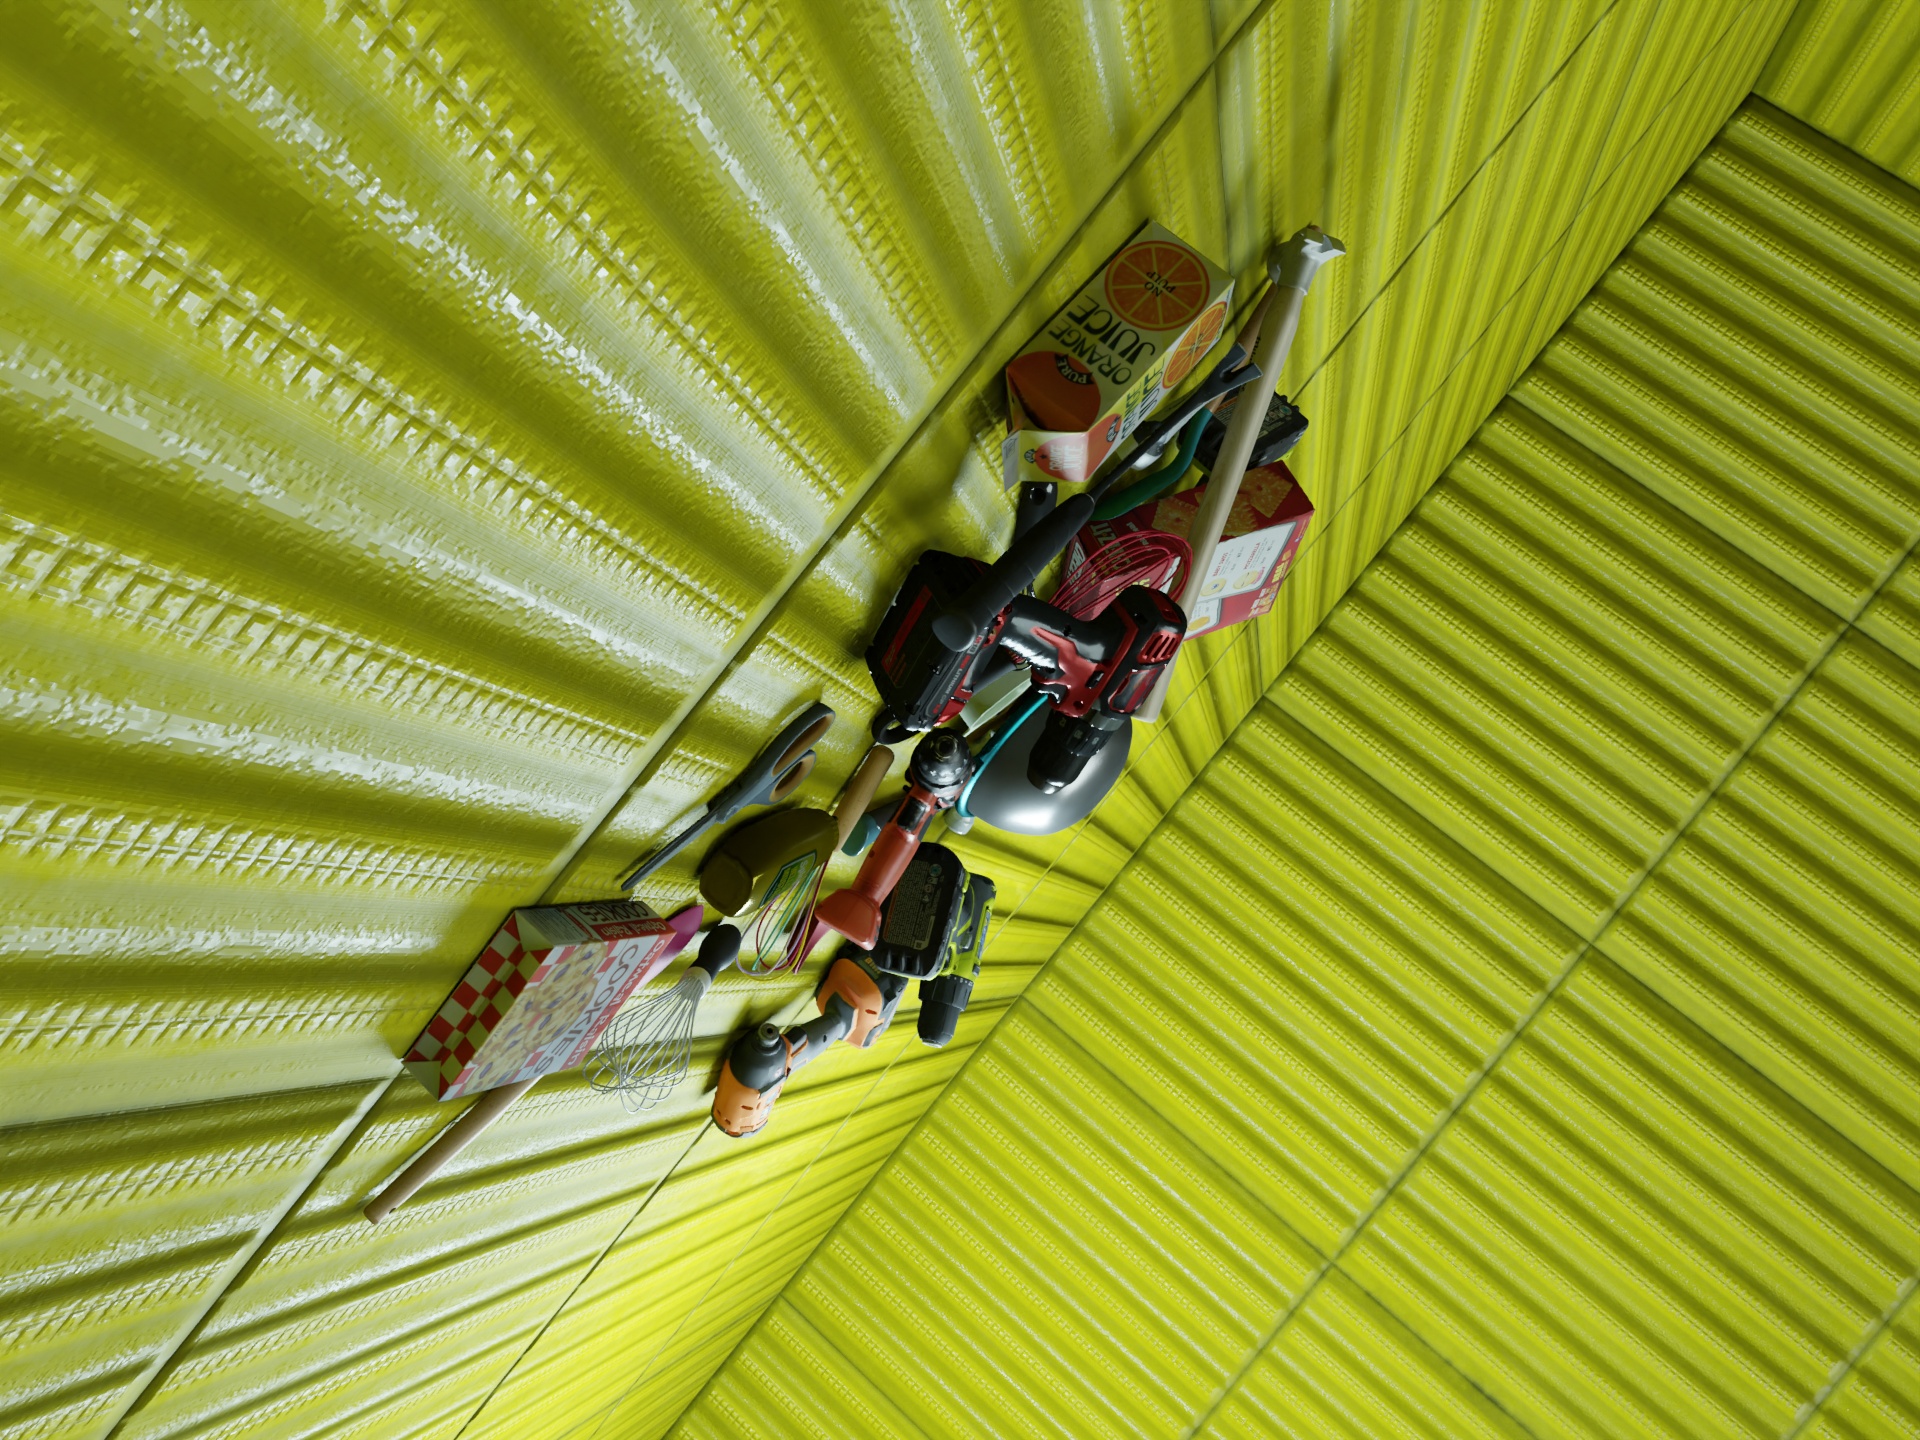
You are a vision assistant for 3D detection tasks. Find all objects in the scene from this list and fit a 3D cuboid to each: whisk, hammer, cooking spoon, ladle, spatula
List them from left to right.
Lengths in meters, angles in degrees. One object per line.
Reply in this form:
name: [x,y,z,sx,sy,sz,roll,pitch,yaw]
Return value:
cooking spoon: [-0.298,0.242,1.150,0.319,0.017,0.068,-43,163,-32]
whisk: [-0.206,0.208,1.180,0.070,0.070,0.285,-55,-178,15]
whisk: [-0.120,0.125,1.360,0.245,0.047,0.051,-58,163,15]
ladle: [-0.095,0.181,1.606,0.315,0.031,0.069,-26,145,-63]
hammer: [-0.032,0.082,1.541,0.128,0.033,0.331,-55,165,20]
whisk: [0.052,-0.116,1.281,0.055,0.055,0.238,-43,160,-29]
whisk: [0.056,-0.061,1.270,0.296,0.073,0.073,-31,167,6]
hammer: [0.094,-0.157,1.127,0.149,0.036,0.409,-35,-172,43]
spatula: [0.214,-0.292,1.354,0.317,0.044,0.082,-58,-164,-2]
hammer: [0.214,-0.192,1.288,0.146,0.038,0.410,-86,-165,-79]

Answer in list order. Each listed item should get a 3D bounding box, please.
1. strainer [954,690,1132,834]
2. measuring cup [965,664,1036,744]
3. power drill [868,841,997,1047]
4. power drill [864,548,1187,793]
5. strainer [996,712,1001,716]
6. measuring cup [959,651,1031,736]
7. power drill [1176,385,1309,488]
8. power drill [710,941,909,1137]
strainer: [0.100,0.070,1.610,0.211,0.095,0.340,-41,161,-17]
measuring cup: [0.017,-0.003,1.516,0.156,0.029,0.062,-33,161,-19]
power drill: [-0.026,0.235,1.671,0.228,0.080,0.191,59,43,-66]
power drill: [0.044,-0.029,1.188,0.226,0.080,0.187,8,126,-37]
strainer: [0.123,-0.052,1.676,0.258,0.050,0.087,-42,179,-43]
measuring cup: [-0.002,-0.005,1.433,0.167,0.038,0.083,-40,174,30]
power drill: [0.228,-0.210,1.528,0.171,0.080,0.223,-33,160,-39]
power drill: [-0.158,0.325,1.668,0.226,0.084,0.164,-33,156,-41]
